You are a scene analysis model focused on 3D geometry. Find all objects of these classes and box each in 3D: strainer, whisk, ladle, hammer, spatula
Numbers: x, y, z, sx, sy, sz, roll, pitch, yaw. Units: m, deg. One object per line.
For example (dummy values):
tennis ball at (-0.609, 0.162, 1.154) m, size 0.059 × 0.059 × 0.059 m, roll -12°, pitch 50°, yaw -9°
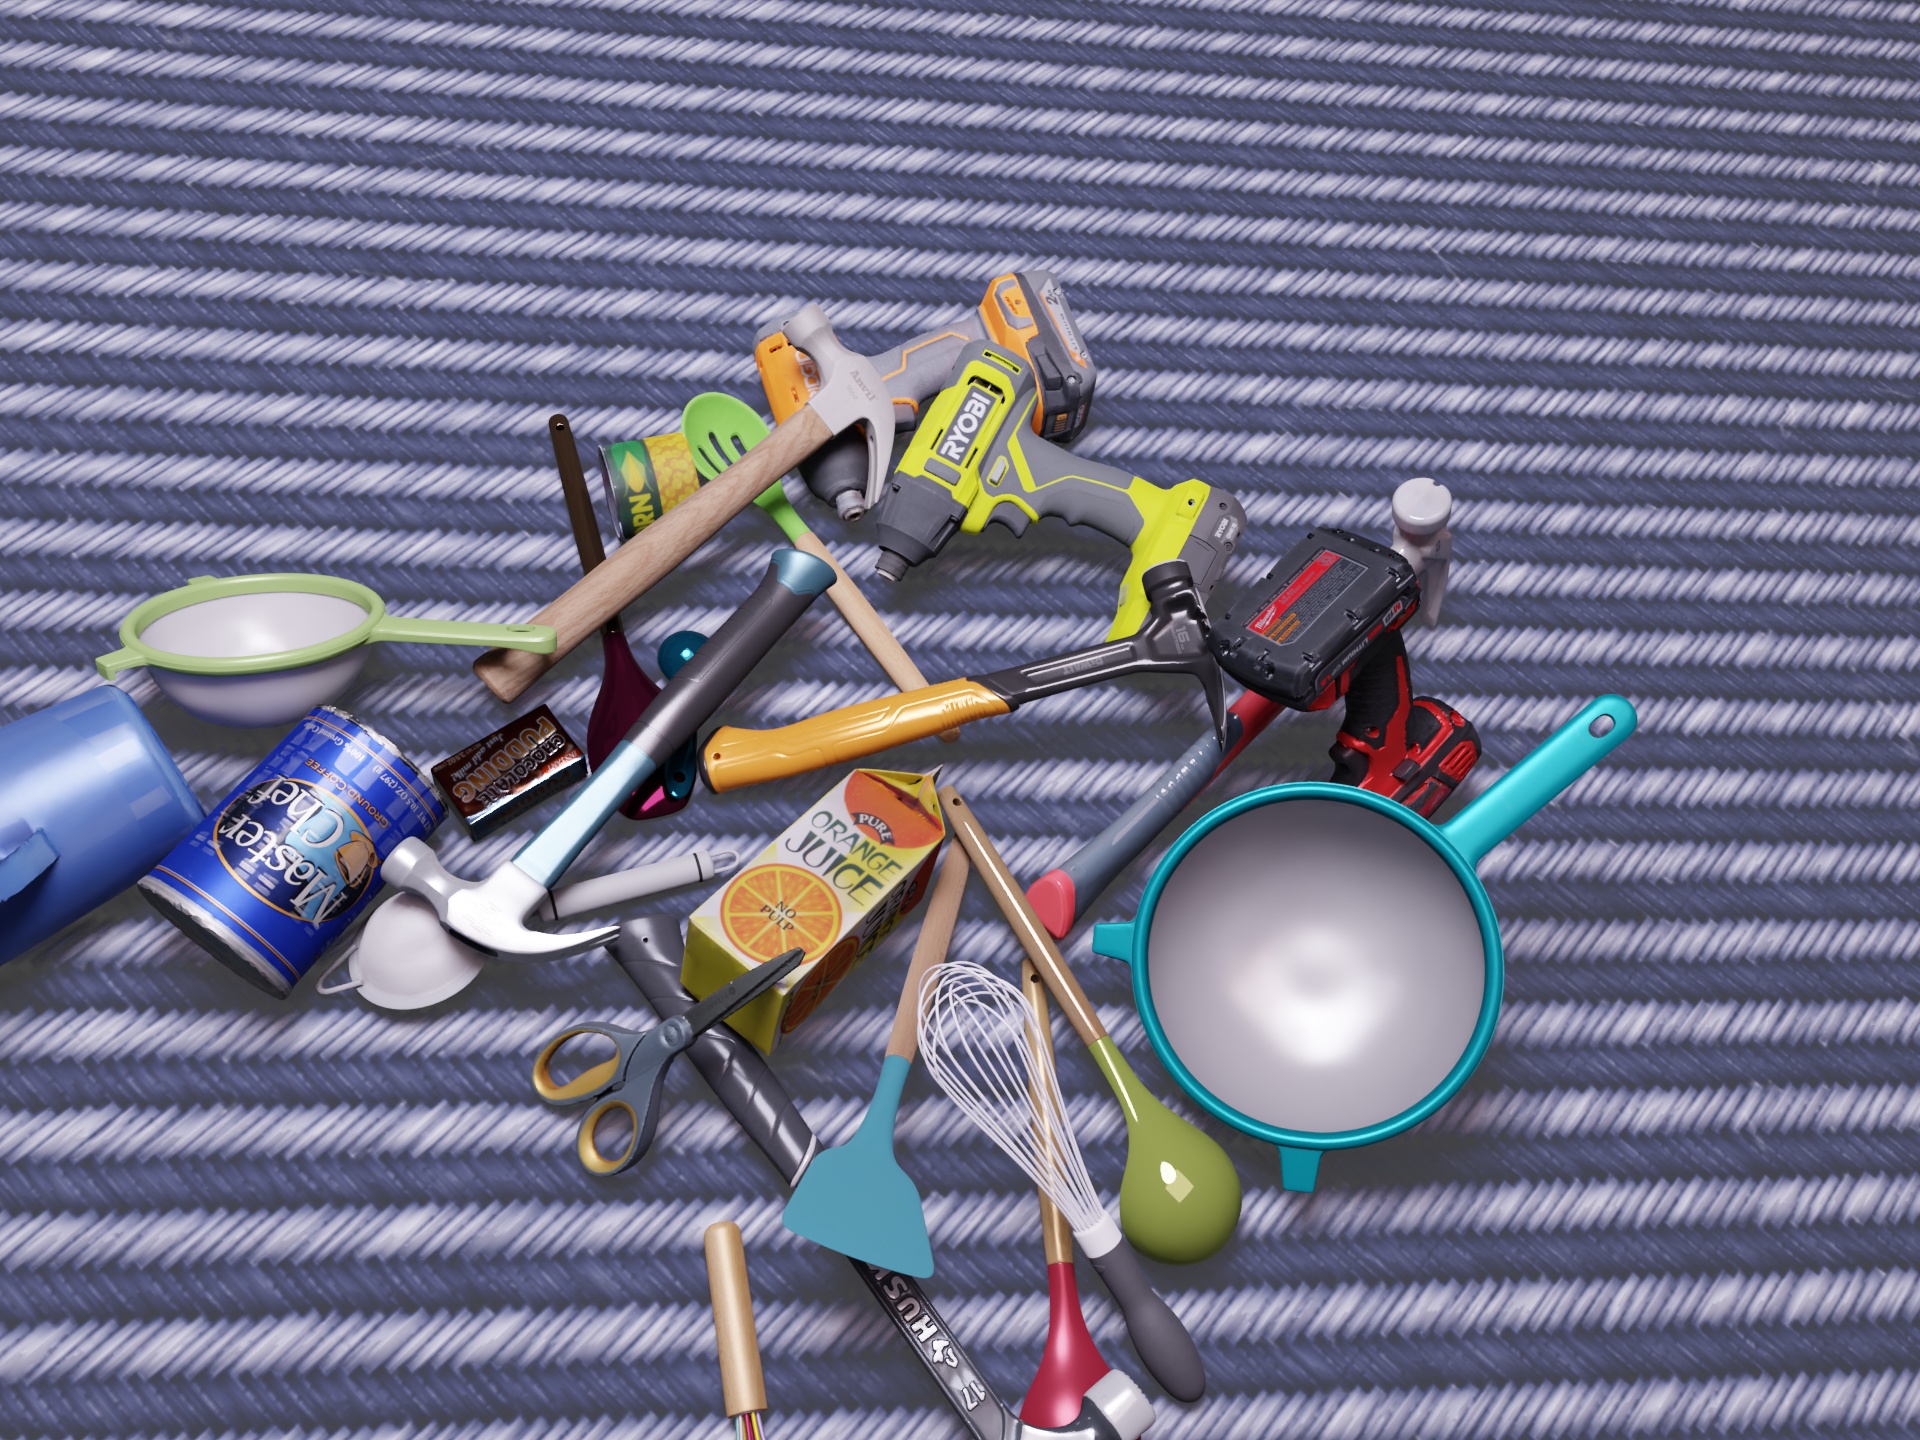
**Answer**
strainer at (-0.258, 0.112, 0.959) m, size 0.258 × 0.050 × 0.087 m, roll -14°, pitch 50°, yaw -18°
whisk at (-0.105, 0.385, 0.833) m, size 0.051 × 0.047 × 0.245 m, roll -8°, pitch 60°, yaw -10°
whisk at (0.058, 0.255, 0.874) m, size 0.070 × 0.070 × 0.284 m, roll -32°, pitch 95°, yaw -22°
ladle at (0.056, 0.287, 0.916) m, size 0.069 × 0.031 × 0.316 m, roll 0°, pitch 61°, yaw -8°
hammer at (-0.002, -0.003, 1.006) m, size 0.337 × 0.034 × 0.127 m, roll -15°, pitch 64°, yaw 3°
ladle at (0.065, 0.176, 0.958) m, size 0.078 × 0.062 × 0.320 m, roll -20°, pitch 64°, yaw -27°
hammer at (-0.179, -0.126, 1.051) m, size 0.331 × 0.031 × 0.130 m, roll -41°, pitch 99°, yaw -11°
hammer at (-0.080, 0.265, 0.885) m, size 0.149 × 0.036 × 0.409 m, roll -33°, pitch 66°, yaw -21°
hammer at (0.190, 0.007, 1.053) m, size 0.386 × 0.143 × 0.038 m, roll -43°, pitch 60°, yaw -13°
strainer at (0.261, 0.106, 0.956) m, size 0.340 × 0.095 × 0.211 m, roll -40°, pitch 75°, yaw 2°
strainer at (-0.381, -0.034, 0.990) m, size 0.256 × 0.069 × 0.152 m, roll 3°, pitch 25°, yaw -4°
spatula at (-0.025, 0.171, 0.917) m, size 0.082 × 0.044 × 0.318 m, roll 21°, pitch 47°, yaw -4°
hammer at (-0.189, 0.010, 0.975) m, size 0.128 × 0.033 × 0.331 m, roll 38°, pitch 64°, yaw 0°

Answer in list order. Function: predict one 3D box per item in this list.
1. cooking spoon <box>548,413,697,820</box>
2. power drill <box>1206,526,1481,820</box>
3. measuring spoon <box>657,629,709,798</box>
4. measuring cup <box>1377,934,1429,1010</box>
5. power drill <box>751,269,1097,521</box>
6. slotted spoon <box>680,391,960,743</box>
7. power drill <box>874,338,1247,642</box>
cooking spoon at (-0.240, -0.078, 1.072) m, size 0.068 × 0.017 × 0.319 m, roll -13°, pitch 66°, yaw -14°
power drill at (0.243, 0.000, 0.994) m, size 0.143 × 0.219 × 0.079 m, roll -44°, pitch 41°, yaw -10°
measuring spoon at (-0.177, -0.008, 1.031) m, size 0.042 × 0.021 × 0.129 m, roll 11°, pitch 54°, yaw -19°
measuring cup at (0.263, 0.136, 1.014) m, size 0.167 × 0.038 × 0.083 m, roll 32°, pitch 63°, yaw 7°
power drill at (-0.022, -0.233, 1.151) m, size 0.226 × 0.084 × 0.164 m, roll -15°, pitch 67°, yaw -11°
slotted spoon at (-0.097, -0.106, 1.102) m, size 0.070 × 0.031 × 0.314 m, roll -26°, pitch 70°, yaw -34°
power drill at (0.063, -0.131, 1.077) m, size 0.223 × 0.080 × 0.171 m, roll 28°, pitch 85°, yaw -2°
